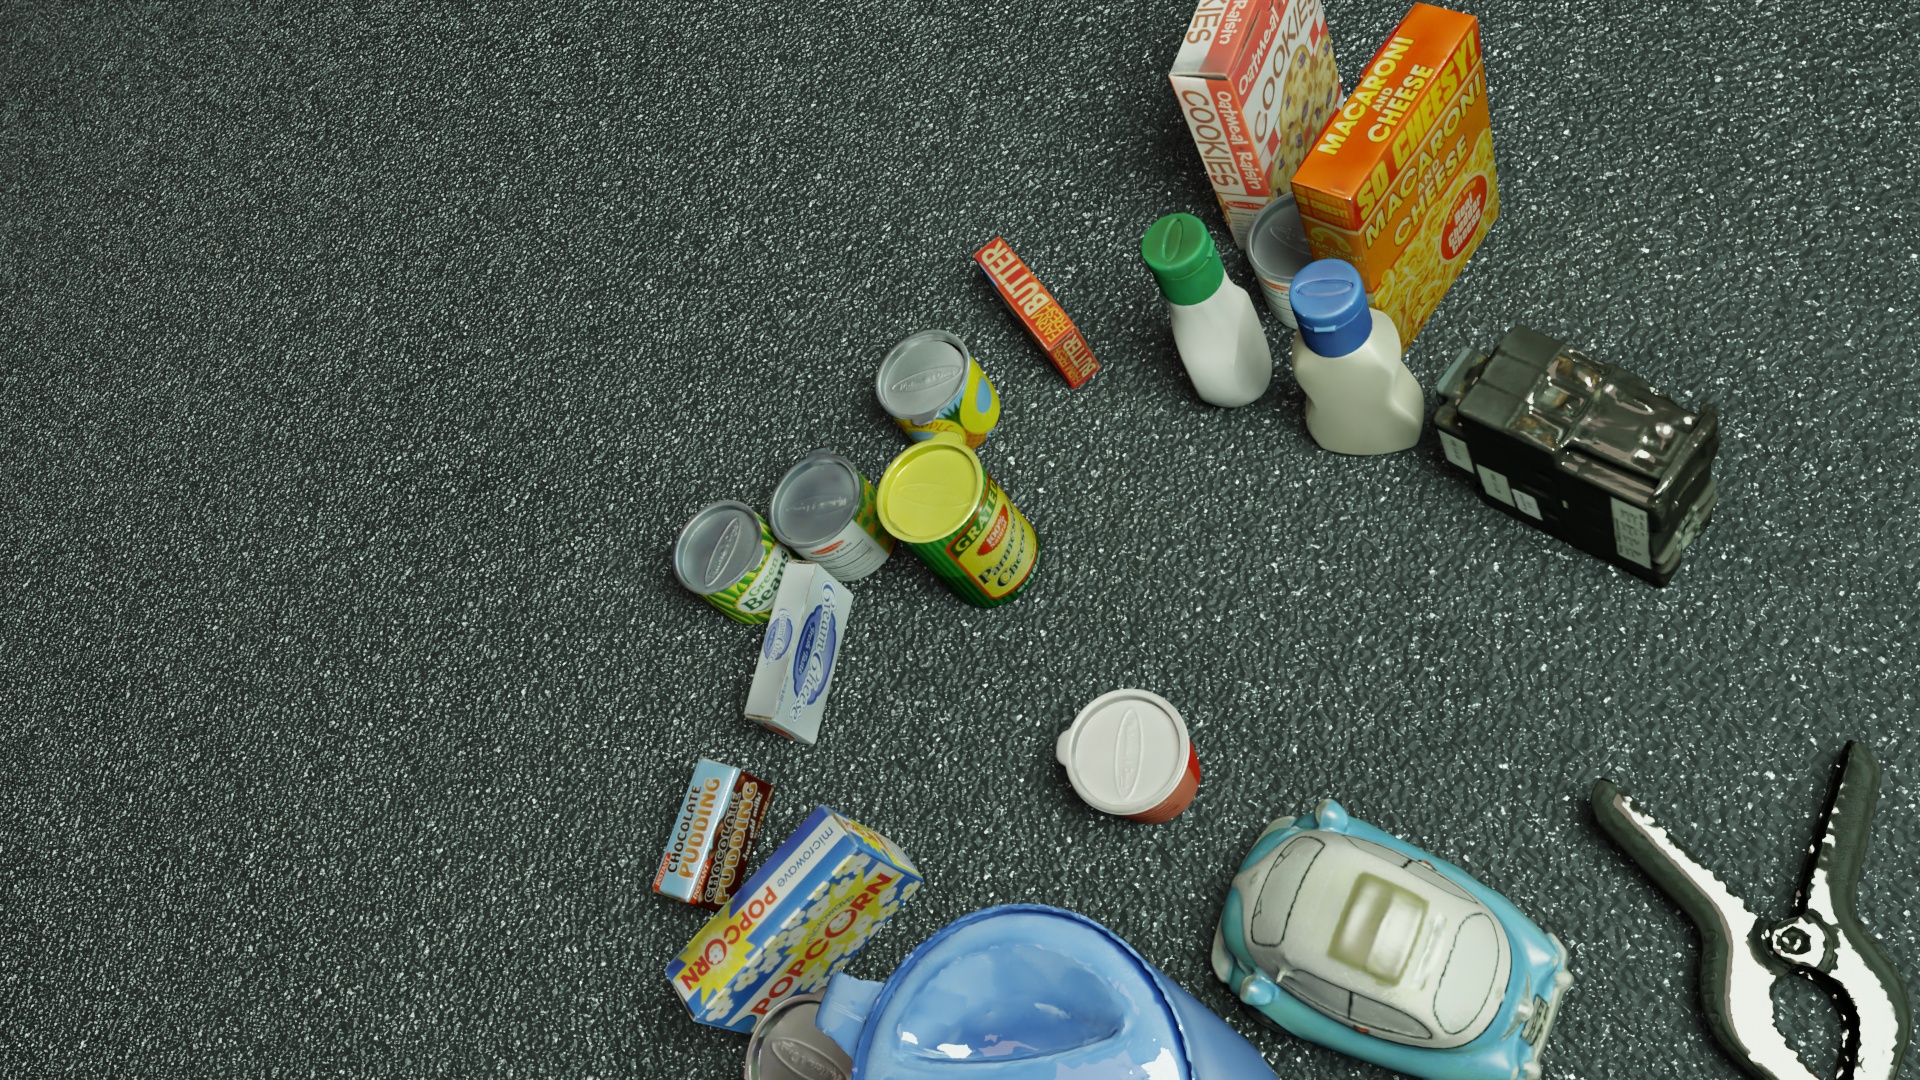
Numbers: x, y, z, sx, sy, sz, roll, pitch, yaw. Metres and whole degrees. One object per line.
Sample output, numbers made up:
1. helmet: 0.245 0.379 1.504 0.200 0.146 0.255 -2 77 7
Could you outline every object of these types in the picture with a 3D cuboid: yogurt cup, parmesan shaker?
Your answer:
1. yogurt cup: 0.096 0.120 0.749 0.072 0.054 0.072 -11 61 20
2. parmesan shaker: 0.003 -0.010 0.829 0.071 0.103 0.071 -11 61 20

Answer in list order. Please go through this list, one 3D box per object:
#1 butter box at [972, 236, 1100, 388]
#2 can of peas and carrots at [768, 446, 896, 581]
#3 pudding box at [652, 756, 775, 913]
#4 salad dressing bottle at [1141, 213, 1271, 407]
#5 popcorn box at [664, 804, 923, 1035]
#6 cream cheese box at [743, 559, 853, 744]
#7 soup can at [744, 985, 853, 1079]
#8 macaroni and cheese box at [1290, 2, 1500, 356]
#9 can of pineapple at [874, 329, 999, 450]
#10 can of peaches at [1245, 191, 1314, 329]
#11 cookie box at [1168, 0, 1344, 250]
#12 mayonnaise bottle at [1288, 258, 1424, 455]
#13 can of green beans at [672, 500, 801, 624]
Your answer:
1. butter box: 0.050 -0.149 0.908 0.024 0.053 0.104 -37 56 5
2. can of peas and carrots: -0.081 -0.016 0.898 0.071 0.058 0.071 -11 61 20
3. pudding box: -0.148 0.178 0.836 0.030 0.049 0.084 8 69 28
4. salad dressing bottle: 0.142 -0.130 0.797 0.044 0.147 0.064 4 67 27
5. popcorn box: -0.090 0.213 0.770 0.127 0.085 0.038 -46 55 -2
6. cream cheese box: -0.100 0.070 0.866 0.024 0.053 0.104 2 66 26
7. soup can: -0.062 0.274 0.726 0.071 0.083 0.071 -11 61 20
8. macaroni and cheese box: 0.244 -0.190 0.768 0.040 0.166 0.124 30 81 33
9. can of pineapple: -0.015 -0.093 0.906 0.071 0.057 0.071 -11 61 20
10. can of peaches: 0.213 -0.170 0.839 0.071 0.058 0.071 -11 61 20
11. cookie box: 0.184 -0.272 0.837 0.040 0.167 0.123 13 72 30
12. mayonnaise bottle: 0.209 -0.095 0.748 0.065 0.147 0.041 0 66 26
13. can of green beans: -0.145 0.015 0.913 0.071 0.057 0.071 -11 61 20
